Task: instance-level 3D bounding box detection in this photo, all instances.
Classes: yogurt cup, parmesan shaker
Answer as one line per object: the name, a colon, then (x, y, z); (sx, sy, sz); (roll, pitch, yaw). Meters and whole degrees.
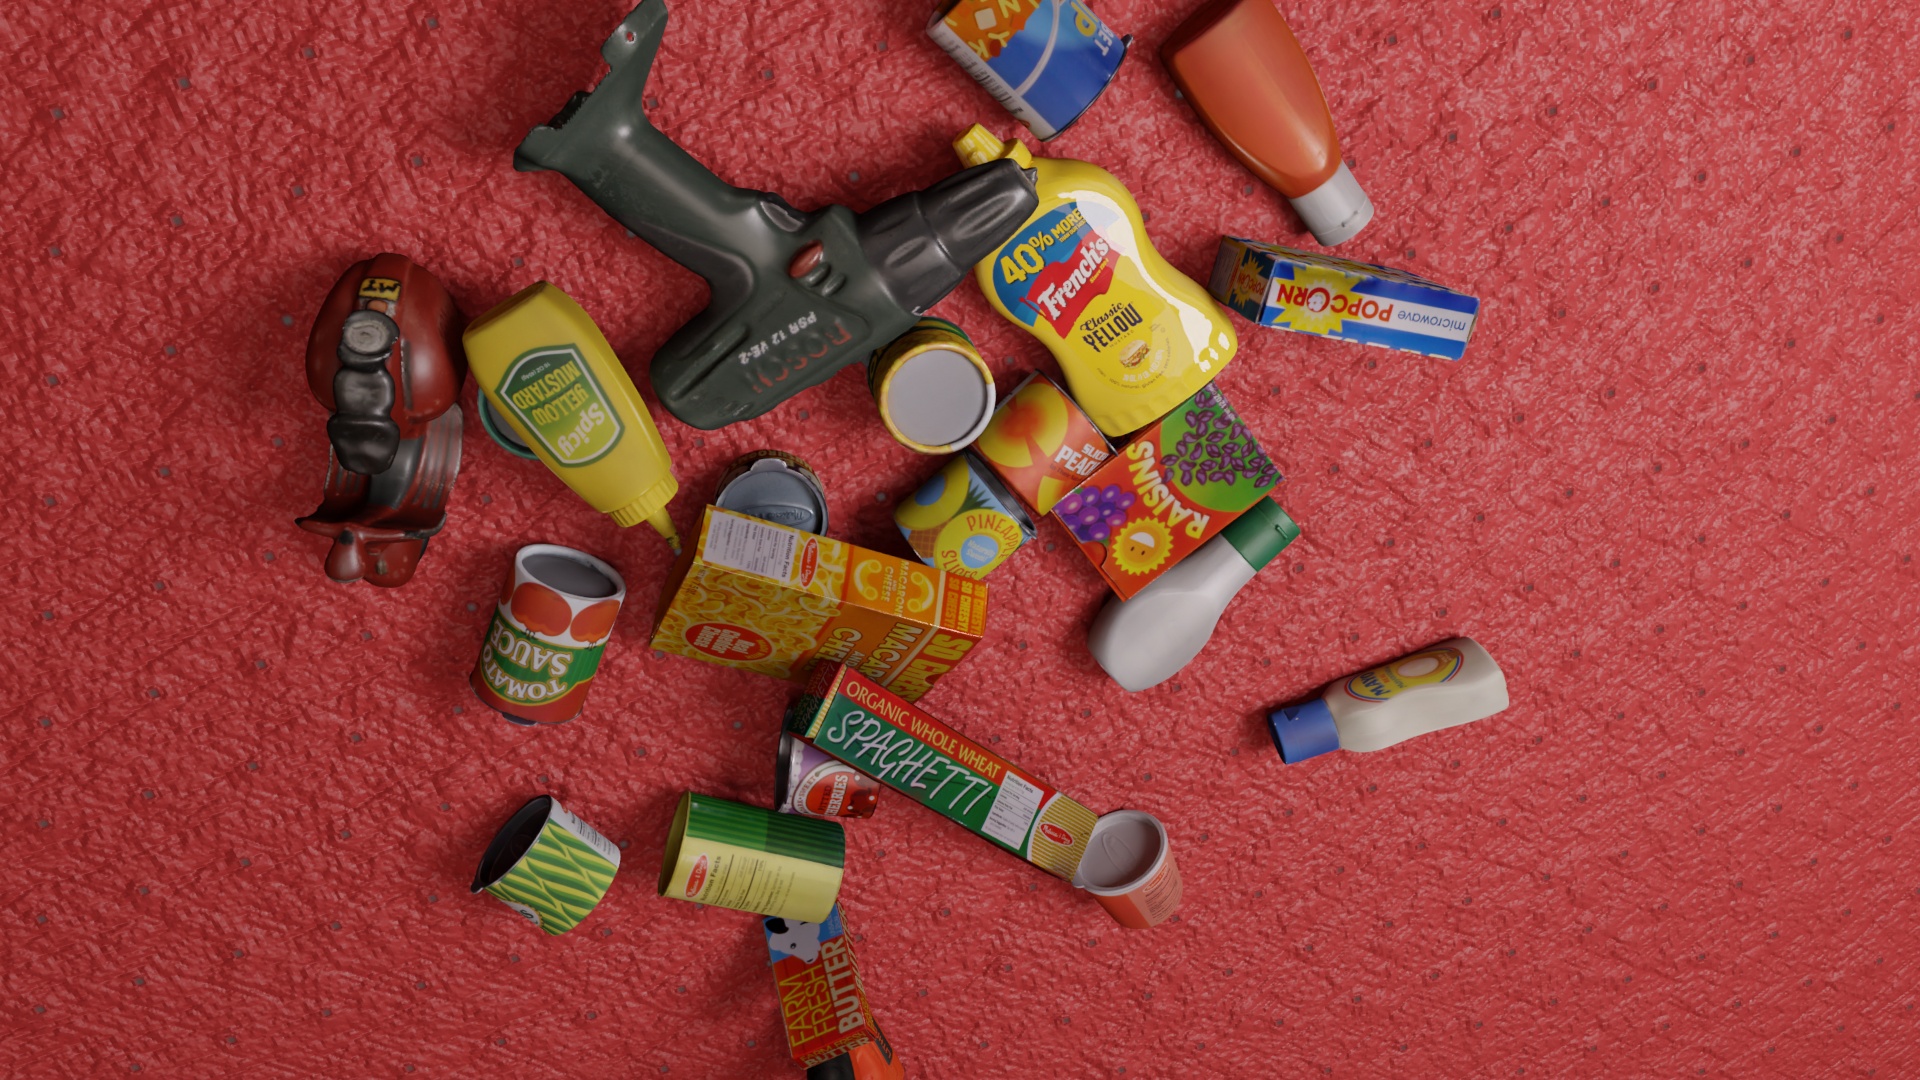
yogurt cup: (0.115, 0.224, 0.936); (0.072, 0.073, 0.053); (-29, 123, 3)
parmesan shaker: (-0.132, 0.203, 0.881); (0.103, 0.071, 0.071); (15, 109, -17)

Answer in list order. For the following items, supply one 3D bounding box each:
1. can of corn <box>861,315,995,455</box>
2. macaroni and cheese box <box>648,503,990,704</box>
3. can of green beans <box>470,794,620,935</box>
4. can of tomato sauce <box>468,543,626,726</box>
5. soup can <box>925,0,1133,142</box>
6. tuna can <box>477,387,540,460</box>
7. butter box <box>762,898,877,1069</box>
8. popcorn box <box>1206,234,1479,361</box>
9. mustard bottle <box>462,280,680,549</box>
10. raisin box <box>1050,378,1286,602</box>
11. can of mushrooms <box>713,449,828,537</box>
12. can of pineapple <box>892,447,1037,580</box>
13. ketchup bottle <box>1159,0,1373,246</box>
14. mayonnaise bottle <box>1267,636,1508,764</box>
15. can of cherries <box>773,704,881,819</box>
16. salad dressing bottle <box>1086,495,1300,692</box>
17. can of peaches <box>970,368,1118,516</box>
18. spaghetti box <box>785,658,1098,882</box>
can of corn: (-0.019, -0.089, 0.783); (0.071, 0.058, 0.071); (-4, 113, -9)
macaroni and cheese box: (-0.084, 0.044, 0.801); (0.166, 0.040, 0.123); (16, 149, -16)
can of green beans: (-0.254, 0.200, 0.857); (0.071, 0.071, 0.057); (-41, 114, 8)
can of tomato sauce: (-0.237, 0.054, 0.796); (0.071, 0.071, 0.082); (19, 107, -17)
soup can: (0.036, -0.261, 0.717); (0.083, 0.071, 0.071); (38, 102, -22)
tuna can: (-0.231, -0.077, 0.764); (0.071, 0.033, 0.070); (-4, 112, -9)
butter box: (-0.092, 0.284, 0.901); (0.053, 0.104, 0.024); (-23, 135, -1)
popcorn box: (0.216, -0.138, 0.790); (0.127, 0.085, 0.038); (8, 110, -13)
mustard bottle: (-0.192, -0.057, 0.732); (0.065, 0.049, 0.159); (-31, 114, 5)
raisin box: (0.121, -0.034, 0.842); (0.123, 0.040, 0.086); (-38, 115, 7)
can of mushrooms: (-0.111, -0.020, 0.809); (0.071, 0.033, 0.070); (-3, 113, -8)
can of pineapple: (0.003, -0.010, 0.813); (0.058, 0.071, 0.071); (-40, 113, 9)
ketchup bottle: (0.176, -0.229, 0.768); (0.064, 0.044, 0.148); (-39, 114, 8)
mayonnaise bottle: (0.279, 0.109, 0.919); (0.148, 0.065, 0.041); (-18, 111, 2)
can of cherries: (-0.081, 0.140, 0.860); (0.058, 0.072, 0.071); (8, 111, -14)
salad dressing bottle: (0.147, 0.031, 0.872); (0.147, 0.044, 0.064); (-43, 113, 7)
can of peaches: (0.046, -0.054, 0.799); (0.058, 0.071, 0.071); (-42, 113, 1)
spaghetti box: (-0.004, 0.145, 0.853); (0.249, 0.028, 0.050); (36, 71, -38)
